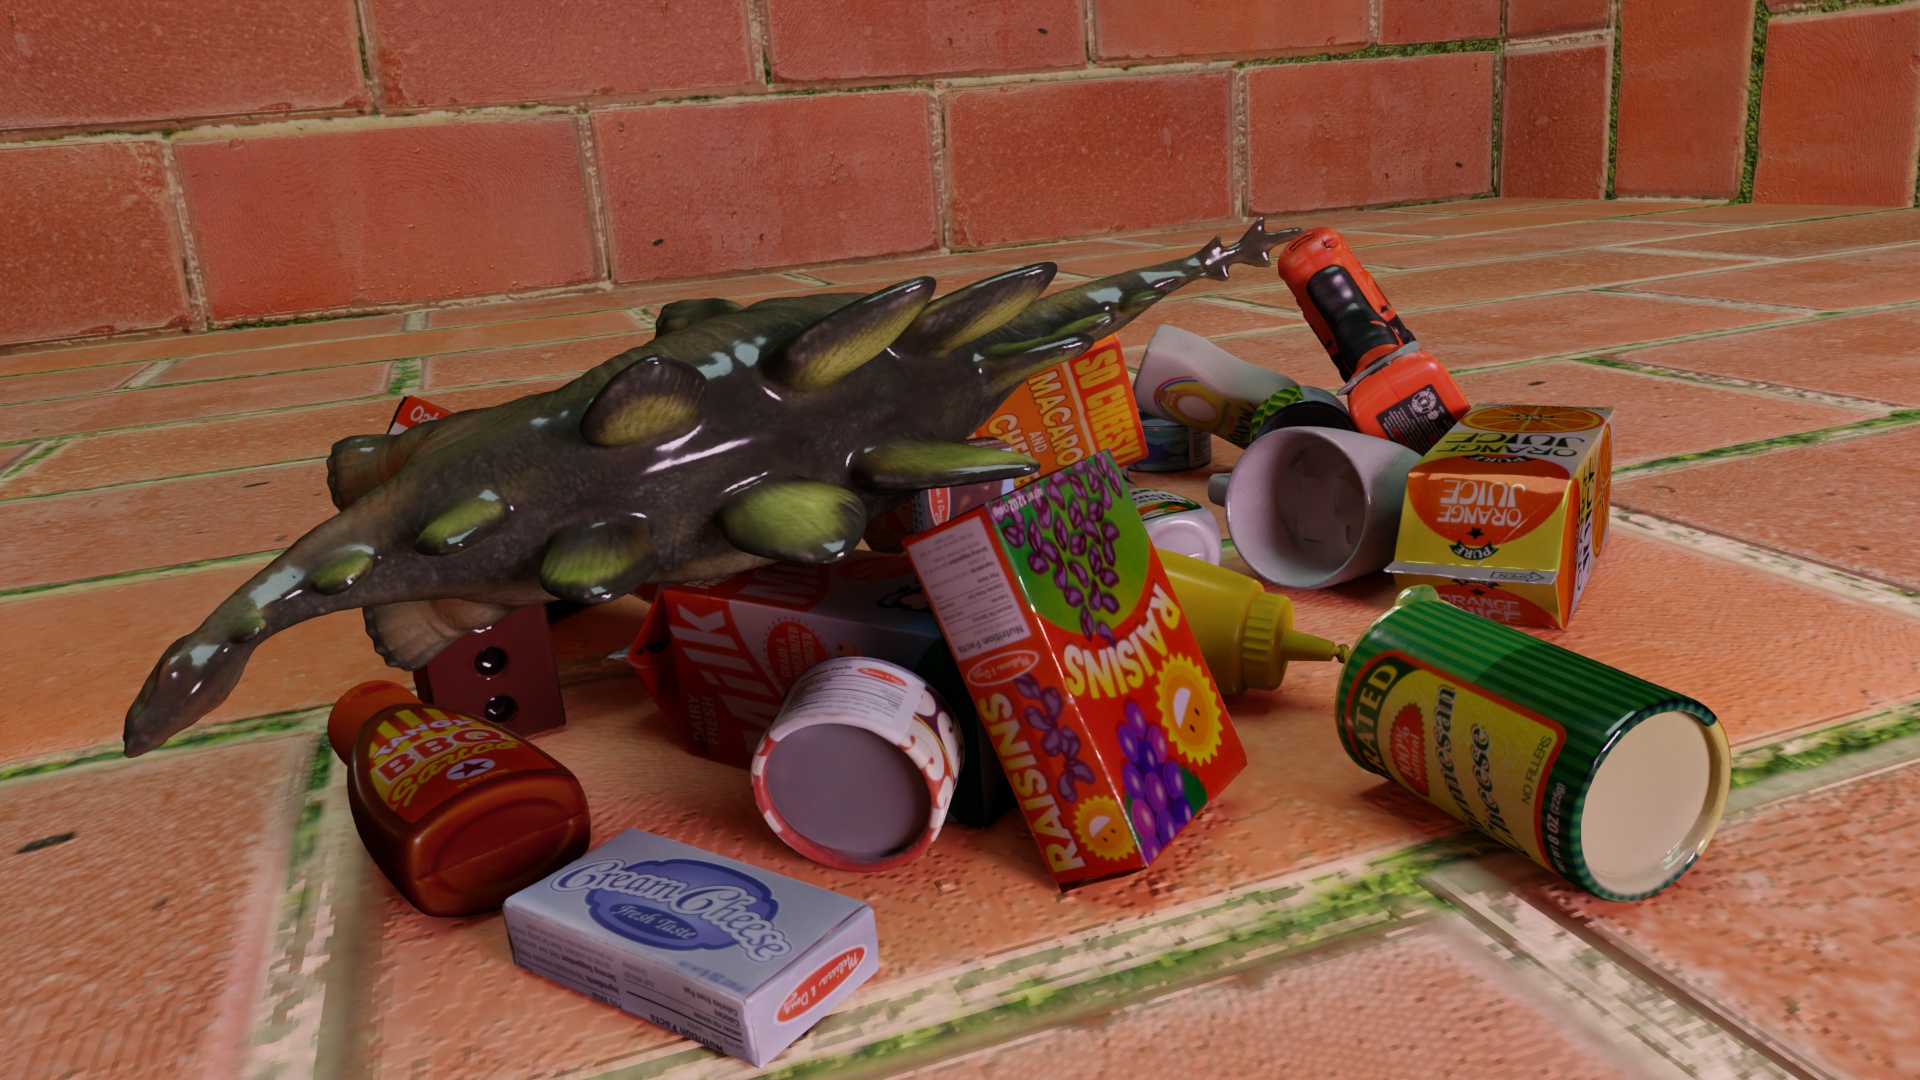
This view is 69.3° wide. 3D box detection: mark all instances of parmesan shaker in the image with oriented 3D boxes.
[{"bbox_3d":[0.180,0.061,0.446,0.071,0.071,0.103,-11,17,-22],"label":"parmesan shaker"}]

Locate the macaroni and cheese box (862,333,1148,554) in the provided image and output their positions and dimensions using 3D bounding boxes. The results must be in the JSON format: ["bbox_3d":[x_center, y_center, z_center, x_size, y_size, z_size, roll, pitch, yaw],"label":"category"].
[{"bbox_3d":[0.010,-0.059,0.750,0.166,0.040,0.123,-21,-29,4],"label":"macaroni and cheese box"}]

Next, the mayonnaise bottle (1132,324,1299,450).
[{"bbox_3d":[0.188,-0.088,0.914,0.148,0.064,0.041,24,54,8],"label":"mayonnaise bottle"}]

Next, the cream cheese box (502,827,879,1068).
[{"bbox_3d":[-0.081,0.116,0.410,0.104,0.024,0.053,7,19,34],"label":"cream cheese box"}]

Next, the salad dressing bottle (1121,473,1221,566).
[{"bbox_3d":[0.095,-0.008,0.752,0.064,0.044,0.148,-14,15,-6],"label":"salad dressing bottle"}]

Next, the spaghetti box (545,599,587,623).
[{"bbox_3d":[-0.191,0.001,0.825,0.050,0.028,0.251,3,18,28],"label":"spaghetti box"}]

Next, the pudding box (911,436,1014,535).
[{"bbox_3d":[0.003,-0.009,0.709,0.050,0.083,0.030,-9,17,-16],"label":"pudding box"}]

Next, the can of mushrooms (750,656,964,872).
[{"bbox_3d":[-0.033,0.077,0.461,0.071,0.070,0.034,-1,27,13],"label":"can of mushrooms"}]

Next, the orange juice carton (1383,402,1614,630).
[{"bbox_3d":[0.263,-0.011,0.669,0.072,0.072,0.193,6,19,31],"label":"orange juice carton"}]

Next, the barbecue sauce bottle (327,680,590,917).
[{"bbox_3d":[-0.193,0.087,0.507,0.065,0.043,0.148,-18,21,-35],"label":"barbecue sauce bottle"}]

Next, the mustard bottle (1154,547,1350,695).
[{"bbox_3d":[0.086,0.034,0.581,0.160,0.065,0.049,7,15,24],"label":"mustard bottle"}]

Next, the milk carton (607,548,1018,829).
[{"bbox_3d":[-0.051,0.048,0.550,0.190,0.073,0.072,7,20,36],"label":"milk carton"}]

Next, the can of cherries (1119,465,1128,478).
[{"bbox_3d":[0.082,-0.071,0.923,0.058,0.071,0.072,-2,16,8],"label":"can of cherries"}]

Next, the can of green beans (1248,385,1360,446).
[{"bbox_3d":[0.212,-0.059,0.857,0.071,0.071,0.058,-2,15,10],"label":"can of green beans"}]

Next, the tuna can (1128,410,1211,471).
[{"bbox_3d":[0.141,-0.072,0.976,0.071,0.032,0.071,-4,16,1],"label":"tuna can"}]

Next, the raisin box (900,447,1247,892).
[{"bbox_3d":[0.041,0.040,0.462,0.040,0.123,0.086,-24,1,36],"label":"raisin box"}]

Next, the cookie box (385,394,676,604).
[{"bbox_3d":[-0.181,-0.010,0.668,0.167,0.040,0.123,23,-7,33],"label":"cookie box"}]
